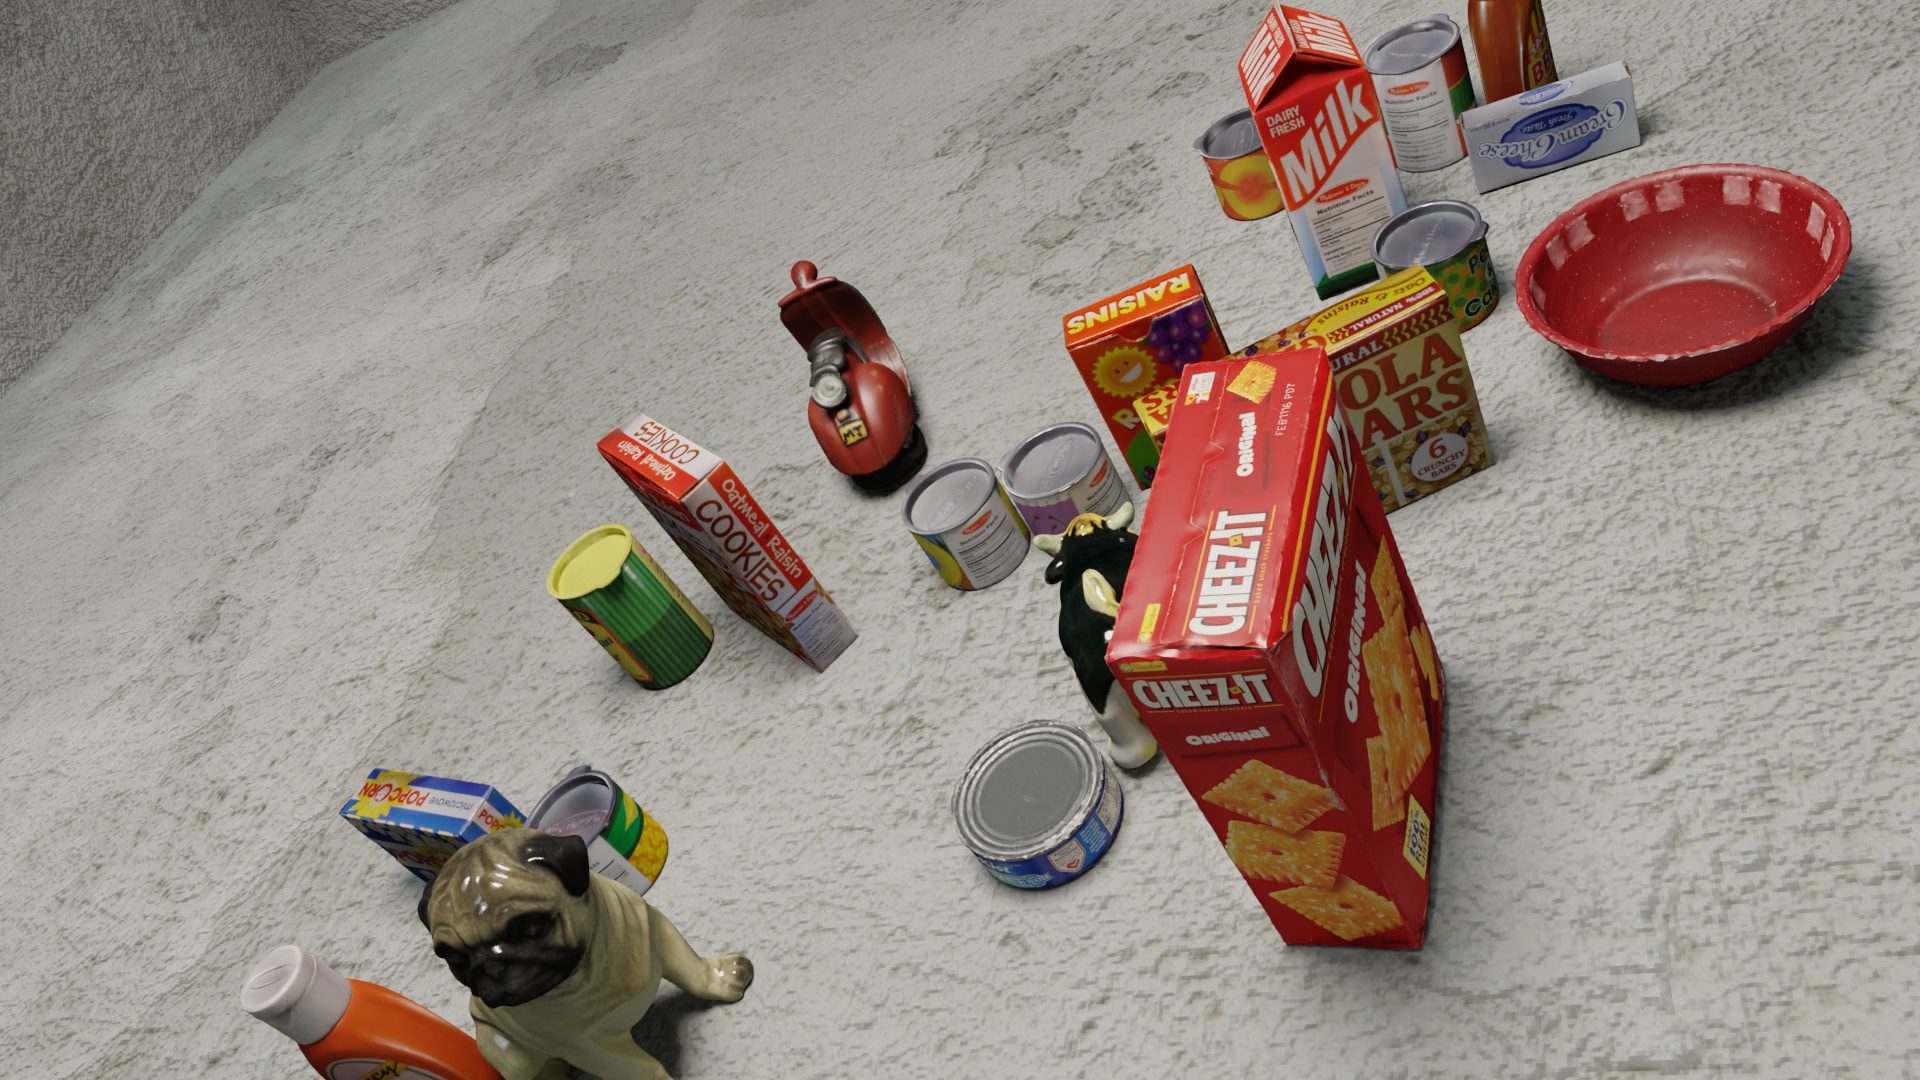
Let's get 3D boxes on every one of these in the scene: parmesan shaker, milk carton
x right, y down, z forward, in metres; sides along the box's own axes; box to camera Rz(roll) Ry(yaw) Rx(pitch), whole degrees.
[{"bbox_3d":[-0.222,0.048,0.948,0.071,0.102,0.072,-19,39,17],"label":"parmesan shaker"},{"bbox_3d":[0.233,-0.259,0.894,0.073,0.190,0.073,-20,39,17],"label":"milk carton"}]

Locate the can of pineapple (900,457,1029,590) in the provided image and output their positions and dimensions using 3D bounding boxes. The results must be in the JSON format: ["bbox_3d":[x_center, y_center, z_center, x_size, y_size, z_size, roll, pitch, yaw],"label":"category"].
[{"bbox_3d":[0.003,-0.011,0.892,0.071,0.057,0.071,-19,39,17],"label":"can of pineapple"}]

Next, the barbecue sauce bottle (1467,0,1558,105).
[{"bbox_3d":[0.364,-0.335,0.920,0.043,0.148,0.065,6,52,39],"label":"barbecue sauce bottle"}]

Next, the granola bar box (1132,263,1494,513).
[{"bbox_3d":[0.194,-0.058,0.755,0.165,0.123,0.039,-26,38,9],"label":"granola bar box"}]

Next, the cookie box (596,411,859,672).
[{"bbox_3d":[-0.151,0.001,0.896,0.040,0.166,0.123,-45,39,-15],"label":"cookie box"}]

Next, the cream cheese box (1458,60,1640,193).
[{"bbox_3d":[0.386,-0.270,0.911,0.103,0.053,0.024,-14,41,22],"label":"cream cheese box"}]

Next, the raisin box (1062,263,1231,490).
[{"bbox_3d":[0.125,-0.097,0.847,0.086,0.123,0.040,-20,39,16],"label":"raisin box"}]

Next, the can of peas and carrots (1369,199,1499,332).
[{"bbox_3d":[0.296,-0.167,0.857,0.071,0.058,0.071,-19,39,17],"label":"can of peas and carrots"}]

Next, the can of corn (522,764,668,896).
[{"bbox_3d":[-0.219,0.180,0.837,0.071,0.058,0.071,-19,39,17],"label":"can of corn"}]

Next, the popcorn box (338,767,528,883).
[{"bbox_3d":[-0.318,0.187,0.877,0.126,0.085,0.038,0,48,35],"label":"popcorn box"}]

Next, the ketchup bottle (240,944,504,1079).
[{"bbox_3d":[-0.311,0.265,0.734,0.064,0.148,0.044,-25,38,11],"label":"ketchup bottle"}]

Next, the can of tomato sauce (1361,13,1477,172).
[{"bbox_3d":[0.326,-0.313,0.976,0.071,0.082,0.071,-19,39,17],"label":"can of tomato sauce"}]

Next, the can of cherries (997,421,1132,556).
[{"bbox_3d":[0.066,-0.031,0.869,0.071,0.058,0.072,-19,39,17],"label":"can of cherries"}]

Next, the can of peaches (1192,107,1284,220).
[{"bbox_3d":[0.216,-0.281,1.039,0.071,0.058,0.071,-19,39,17],"label":"can of peaches"}]
